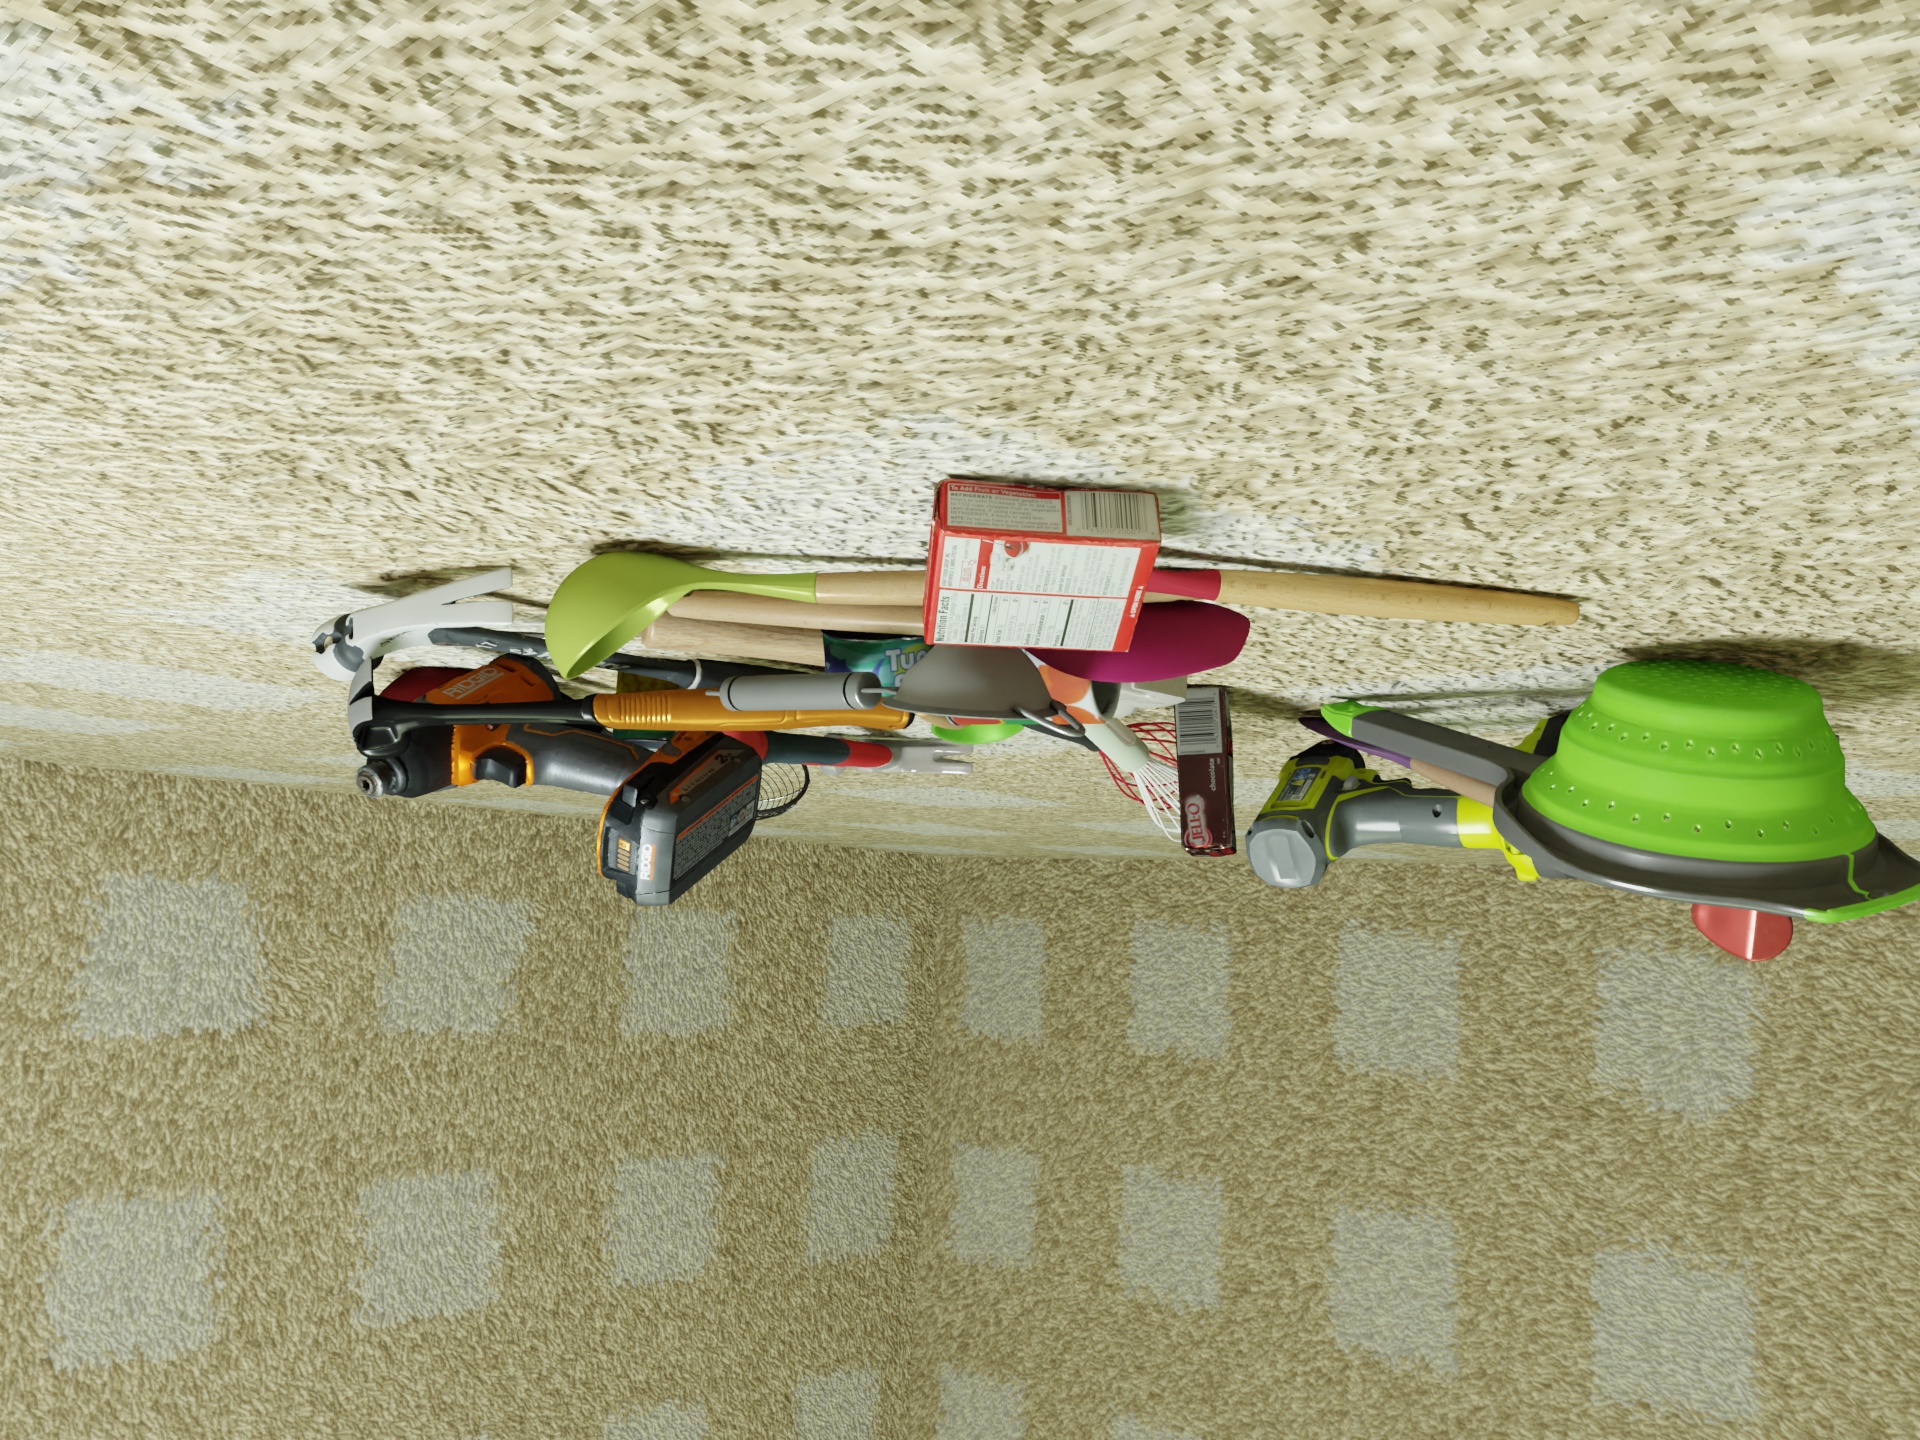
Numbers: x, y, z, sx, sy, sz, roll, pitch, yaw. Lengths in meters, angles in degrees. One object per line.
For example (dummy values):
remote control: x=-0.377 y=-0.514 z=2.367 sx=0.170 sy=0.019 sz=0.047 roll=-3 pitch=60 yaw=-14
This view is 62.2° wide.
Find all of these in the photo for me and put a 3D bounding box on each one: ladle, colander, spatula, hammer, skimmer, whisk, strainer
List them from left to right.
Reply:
hammer: x=-0.187 y=-0.008 z=0.953 sx=0.336 sy=0.034 sz=0.127 roll=-2 pitch=168 yaw=-19
skimmer: x=-0.246 y=0.002 z=1.294 sx=0.127 sy=0.090 sz=0.363 roll=39 pitch=178 yaw=30
hammer: x=-0.179 y=-0.034 z=1.001 sx=0.149 sy=0.036 sz=0.408 roll=-14 pitch=165 yaw=39
hammer: x=-0.095 y=0.025 z=1.293 sx=0.143 sy=0.038 sz=0.386 roll=1 pitch=178 yaw=12
ladle: x=-0.042 y=-0.051 z=0.763 sx=0.320 sy=0.062 sz=0.078 roll=0 pitch=-173 yaw=5
strainer: x=-0.043 y=-0.017 z=0.782 sx=0.258 sy=0.050 sz=0.086 roll=0 pitch=-176 yaw=43
hammer: x=-0.020 y=-0.038 z=0.938 sx=0.331 sy=0.031 sz=0.130 roll=6 pitch=172 yaw=-18
whisk: x=0.112 y=0.016 z=1.202 sx=0.073 sy=0.073 sz=0.295 roll=-2 pitch=166 yaw=33
whisk: x=0.130 y=0.030 z=1.150 sx=0.059 sy=0.058 sz=0.246 roll=-23 pitch=143 yaw=23
ladle: x=0.141 y=-0.059 z=0.726 sx=0.315 sy=0.031 sz=0.069 roll=3 pitch=162 yaw=-13
spatula: x=0.314 y=0.033 z=1.045 sx=0.059 sy=0.018 sz=0.316 roll=3 pitch=-168 yaw=-20
colander: x=0.357 y=0.004 z=0.925 sx=0.204 sy=0.094 sz=0.397 roll=-9 pitch=-163 yaw=-28
hammer: x=0.474 y=0.062 z=0.962 sx=0.149 sy=0.036 sz=0.359 roll=4 pitch=-164 yaw=19

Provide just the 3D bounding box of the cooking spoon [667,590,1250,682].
cooking spoon: x=-0.013 y=-0.051 z=0.800 sx=0.319 sy=0.069 sz=0.017 roll=5 pitch=130 yaw=24

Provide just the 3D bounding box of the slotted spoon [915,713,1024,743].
slotted spoon: x=-0.002 y=-0.003 z=1.061 sx=0.070 sy=0.031 sz=0.313 roll=-7 pitch=177 yaw=7

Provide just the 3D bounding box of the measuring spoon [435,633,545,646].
measuring spoon: x=-0.286 y=-0.046 z=1.034 sx=0.124 sy=0.018 sz=0.034 roll=0 pitch=172 yaw=8

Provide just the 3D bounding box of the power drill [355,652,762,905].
power drill: x=-0.262 y=0.036 z=1.024 sx=0.226 sy=0.084 sz=0.164 roll=20 pitch=-150 yaw=18

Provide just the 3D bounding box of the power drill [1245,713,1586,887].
power drill: x=0.331 y=0.053 z=1.125 sx=0.223 sy=0.080 sz=0.171 roll=-4 pitch=-157 yaw=31
